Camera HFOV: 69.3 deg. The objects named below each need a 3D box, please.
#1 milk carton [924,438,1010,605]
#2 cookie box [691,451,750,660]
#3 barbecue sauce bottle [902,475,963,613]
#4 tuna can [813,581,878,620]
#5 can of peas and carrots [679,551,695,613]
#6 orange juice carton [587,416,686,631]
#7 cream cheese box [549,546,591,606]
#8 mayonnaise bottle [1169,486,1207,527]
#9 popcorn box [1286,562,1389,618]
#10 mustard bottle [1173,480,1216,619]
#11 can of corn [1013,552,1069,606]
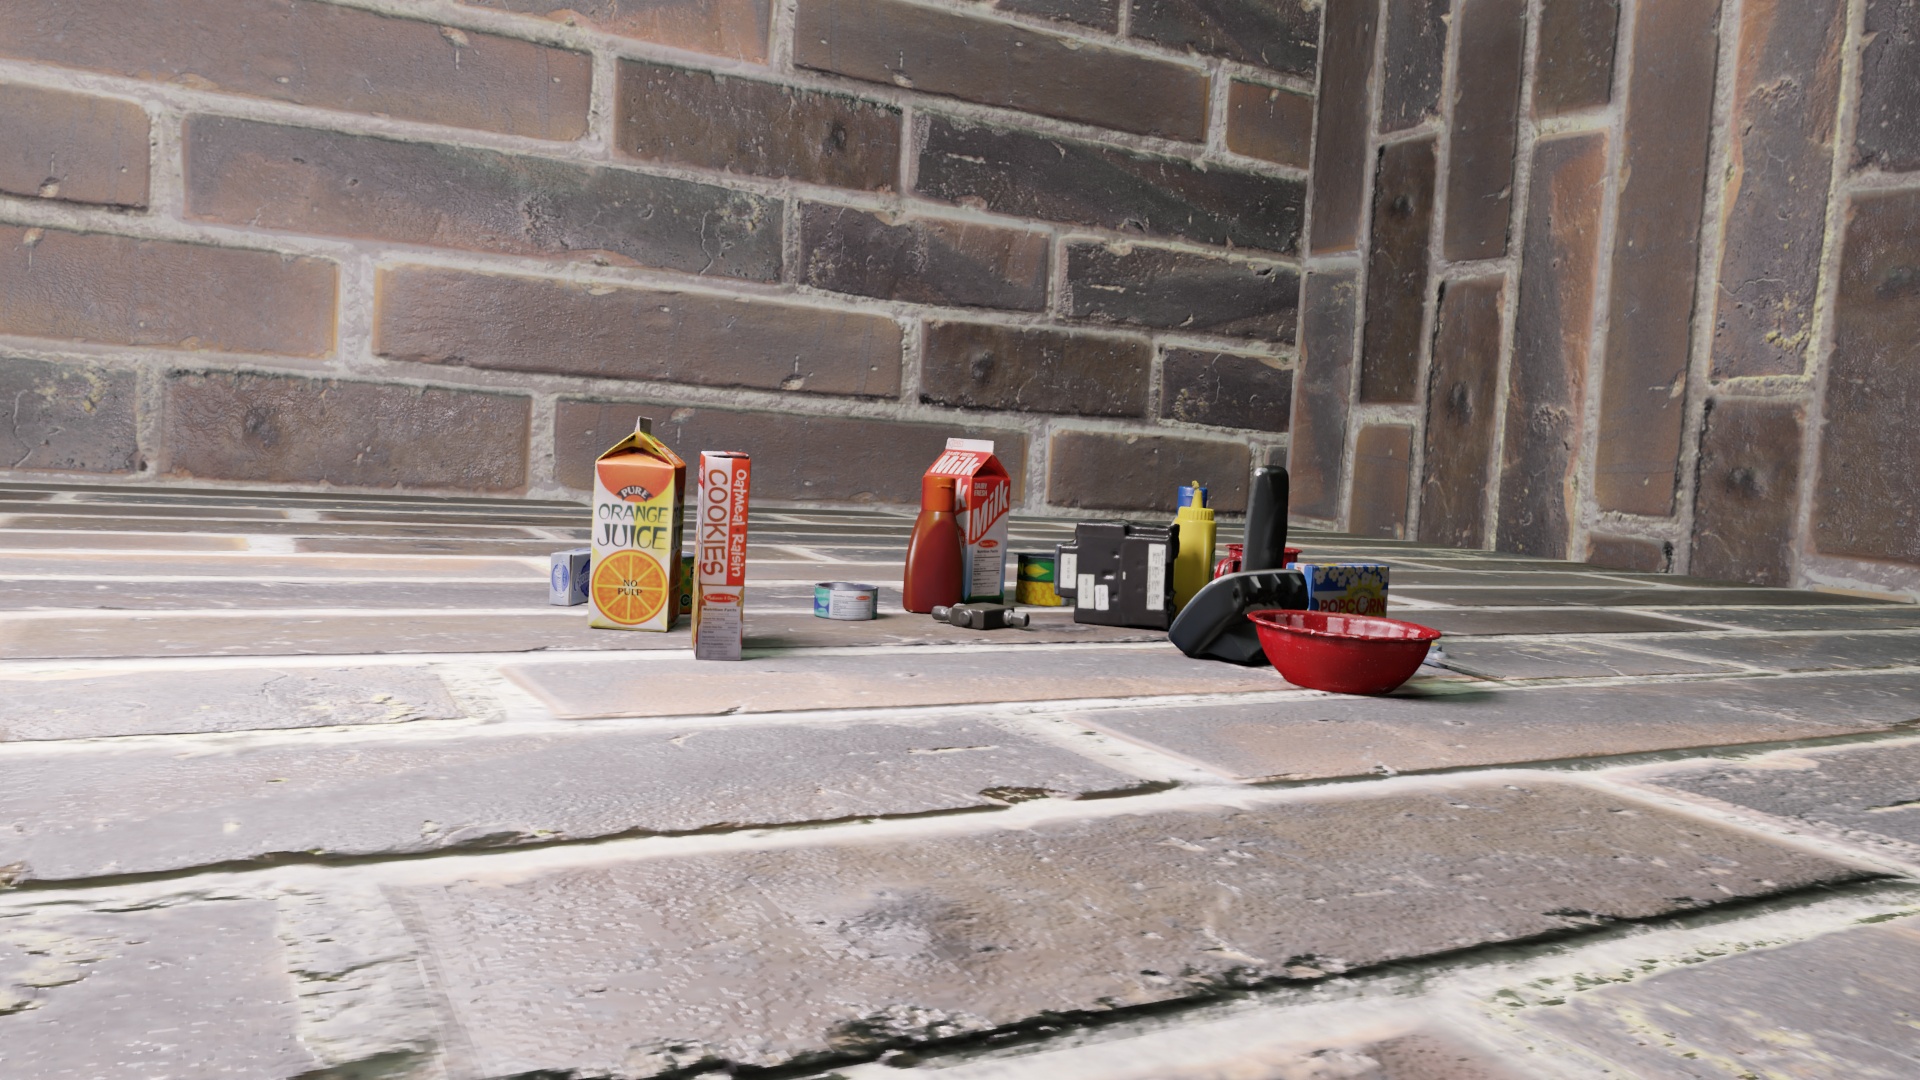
[{"bbox_3d":[0.006,-0.020,1.578,0.072,0.190,0.073,7,5,40],"label":"milk carton"},{"bbox_3d":[-0.202,0.009,1.173,0.040,0.167,0.123,3,4,-13],"label":"cookie box"},{"bbox_3d":[-0.027,0.004,1.509,0.065,0.148,0.043,2,4,-23],"label":"barbecue sauce bottle"},{"bbox_3d":[-0.119,0.062,1.434,0.071,0.033,0.071,4,4,0],"label":"tuna can"},{"bbox_3d":[-0.292,0.041,1.392,0.071,0.058,0.071,4,4,0],"label":"can of peas and carrots"},{"bbox_3d":[-0.294,-0.017,1.273,0.073,0.192,0.072,3,4,-3],"label":"orange juice carton"},{"bbox_3d":[-0.387,0.035,1.426,0.024,0.053,0.104,4,4,10],"label":"cream cheese box"},{"bbox_3d":[0.289,0.006,1.752,0.065,0.148,0.041,5,4,19],"label":"mayonnaise bottle"},{"bbox_3d":[0.395,0.066,1.458,0.127,0.085,0.038,1,5,-36],"label":"popcorn box"},{"bbox_3d":[0.261,0.013,1.553,0.049,0.160,0.065,4,4,13],"label":"mustard bottle"},{"bbox_3d":[0.097,0.046,1.665,0.071,0.058,0.071,4,4,0],"label":"can of corn"}]
